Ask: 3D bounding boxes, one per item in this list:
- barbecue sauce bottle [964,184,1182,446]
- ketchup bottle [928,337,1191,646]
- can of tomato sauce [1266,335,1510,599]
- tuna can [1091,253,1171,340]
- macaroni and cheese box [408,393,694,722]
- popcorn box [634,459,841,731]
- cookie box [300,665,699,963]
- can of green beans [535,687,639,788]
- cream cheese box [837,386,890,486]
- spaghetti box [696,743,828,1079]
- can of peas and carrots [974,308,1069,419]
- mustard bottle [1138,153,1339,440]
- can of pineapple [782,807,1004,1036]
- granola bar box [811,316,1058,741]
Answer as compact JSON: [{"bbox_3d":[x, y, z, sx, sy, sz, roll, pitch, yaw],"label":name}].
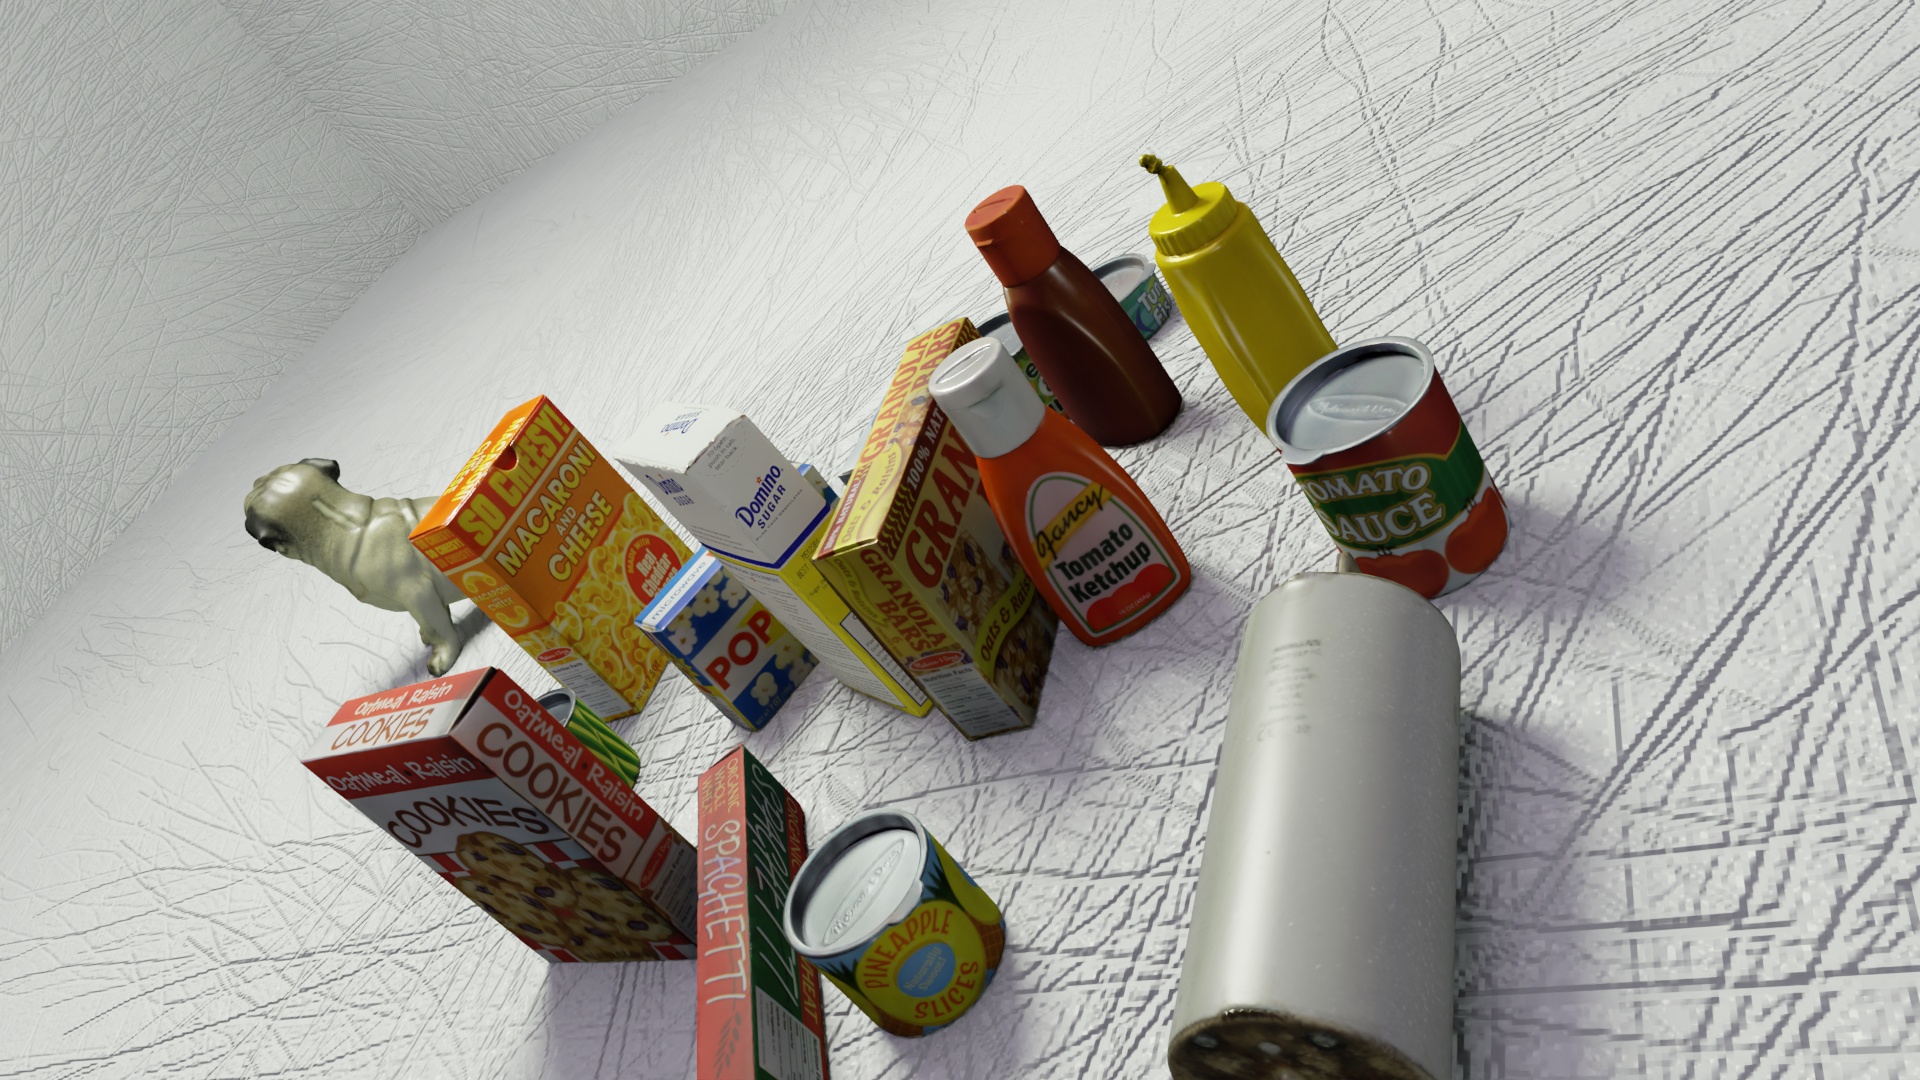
[{"bbox_3d":[0.056,-0.116,0.728,0.065,0.148,0.044,0,46,49],"label":"barbecue sauce bottle"},{"bbox_3d":[0.041,-0.022,0.609,0.064,0.148,0.044,-35,29,6],"label":"ketchup bottle"},{"bbox_3d":[0.167,-0.026,0.541,0.071,0.083,0.071,-28,30,18],"label":"can of tomato sauce"},{"bbox_3d":[0.095,-0.142,0.843,0.071,0.032,0.071,-28,30,18],"label":"tuna can"},{"bbox_3d":[-0.238,0.011,0.855,0.040,0.166,0.124,-18,34,32],"label":"macaroni and cheese box"},{"bbox_3d":[-0.105,0.029,0.765,0.038,0.085,0.127,7,52,53],"label":"popcorn box"},{"bbox_3d":[-0.200,0.131,0.638,0.122,0.167,0.040,-14,36,37],"label":"cookie box"},{"bbox_3d":[-0.225,0.127,0.786,0.071,0.057,0.071,-28,30,18],"label":"can of green beans"},{"bbox_3d":[-0.032,-0.058,0.841,0.024,0.053,0.104,-13,37,38],"label":"cream cheese box"},{"bbox_3d":[-0.081,0.177,0.560,0.028,0.050,0.251,-34,29,8],"label":"spaghetti box"},{"bbox_3d":[0.032,-0.095,0.818,0.071,0.058,0.071,-28,30,18],"label":"can of peas and carrots"},{"bbox_3d":[0.126,-0.112,0.631,0.049,0.159,0.065,-38,28,0],"label":"mustard bottle"},{"bbox_3d":[-0.024,0.147,0.531,0.071,0.057,0.071,-28,30,18],"label":"can of pineapple"},{"bbox_3d":[0.002,-0.008,0.658,0.039,0.124,0.166,-19,34,31],"label":"granola bar box"}]
